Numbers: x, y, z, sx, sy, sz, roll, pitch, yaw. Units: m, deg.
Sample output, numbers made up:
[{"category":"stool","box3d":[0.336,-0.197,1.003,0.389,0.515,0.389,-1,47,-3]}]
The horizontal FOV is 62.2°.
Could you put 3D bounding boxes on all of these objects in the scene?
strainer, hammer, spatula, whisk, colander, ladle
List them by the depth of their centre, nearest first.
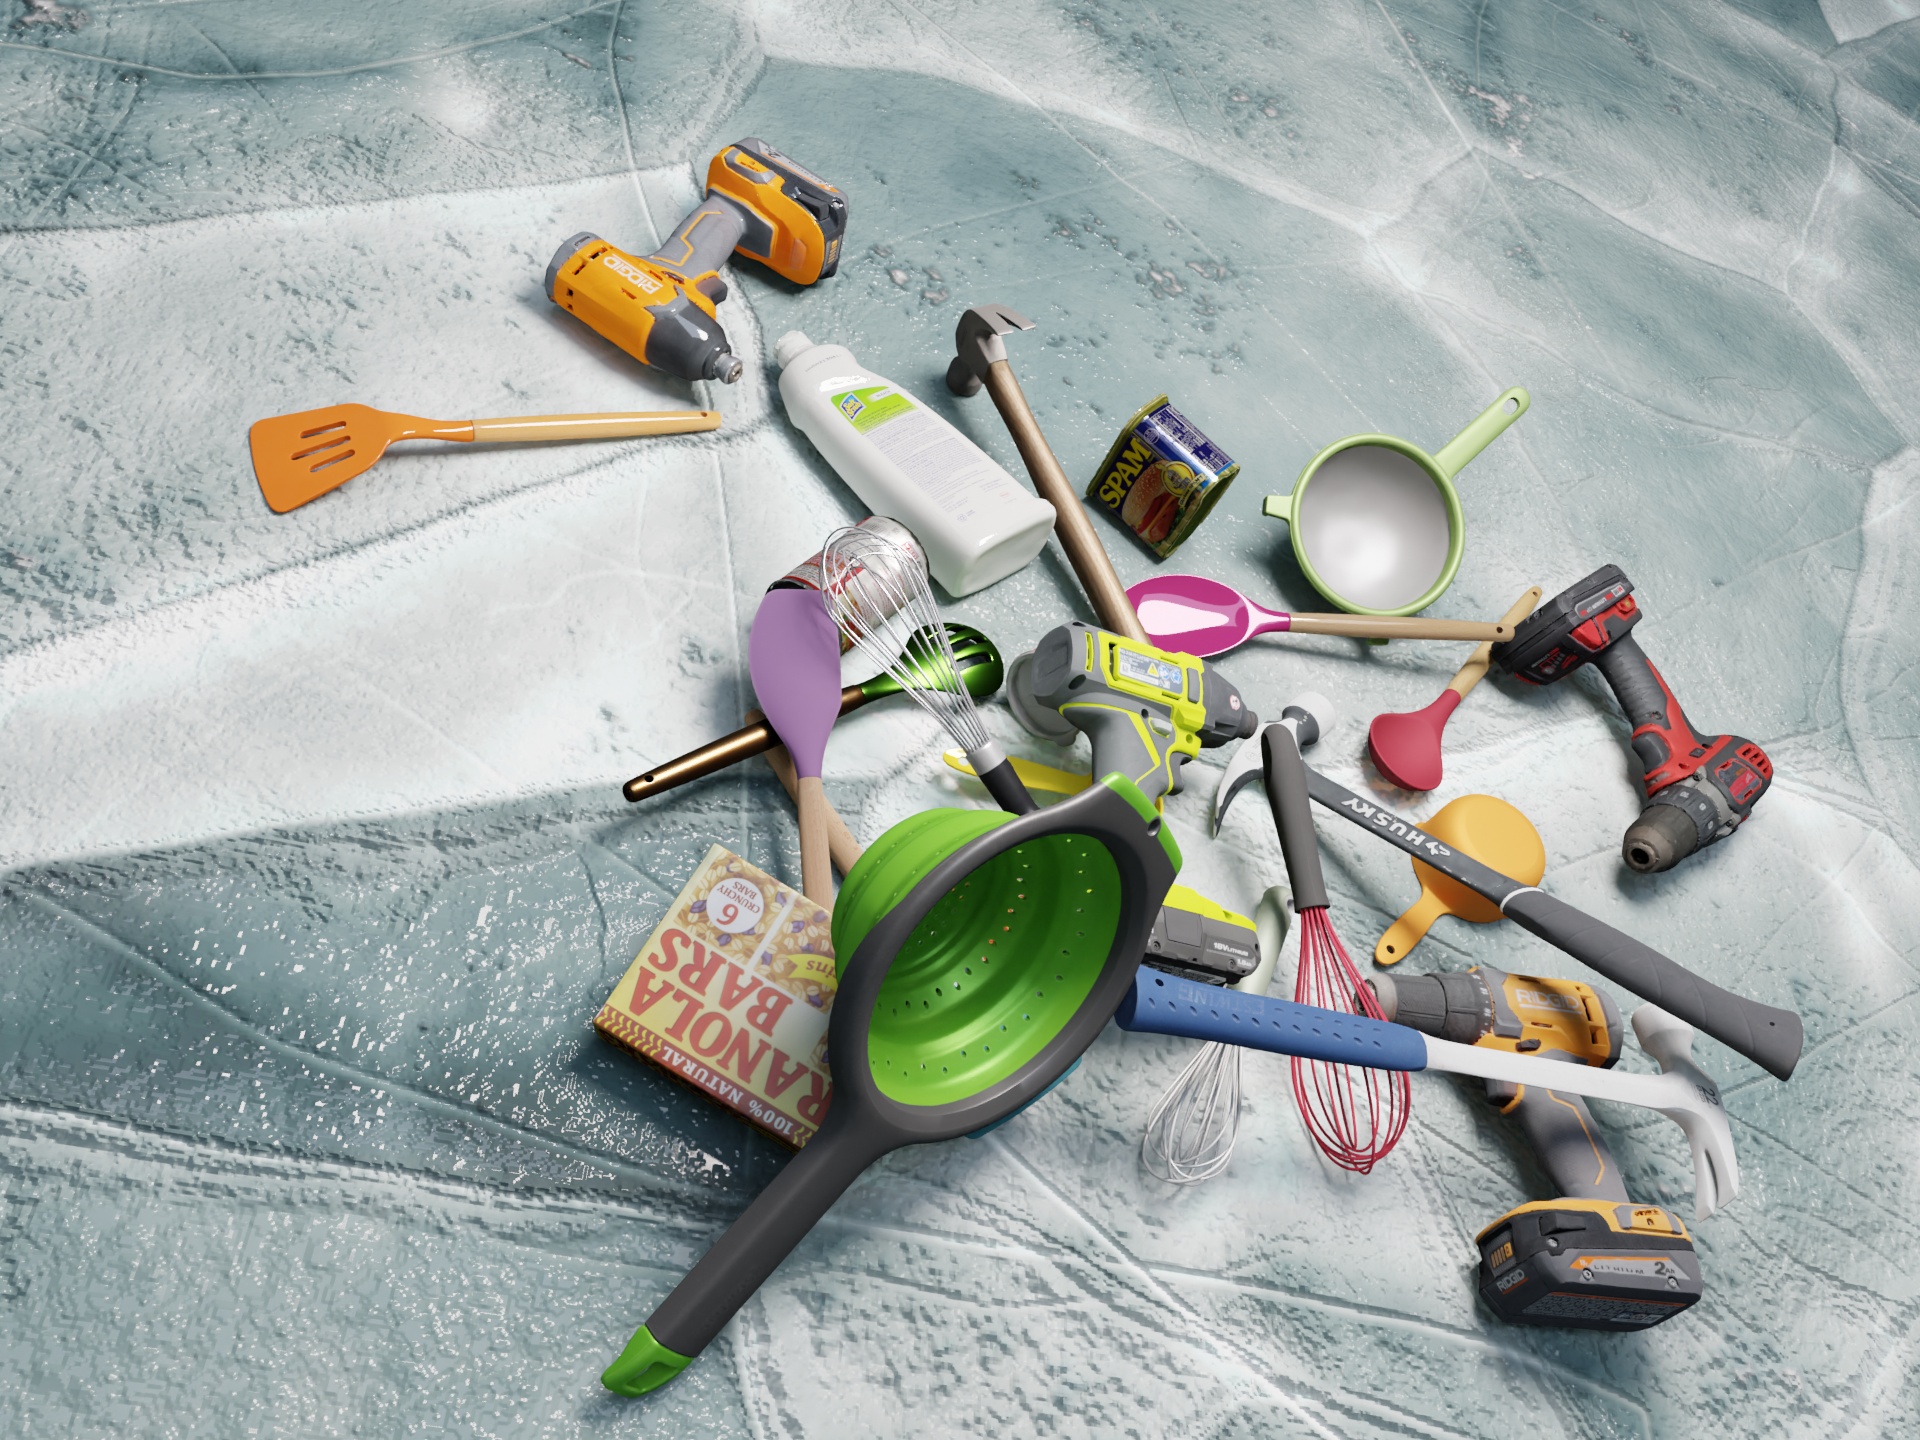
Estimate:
[{"category":"colander","box3d":[-0.056,0.173,0.833,0.397,0.204,0.095,-47,49,-7]},{"category":"hammer","box3d":[0.283,0.203,0.945,0.405,0.035,0.144,13,43,-15]},{"category":"spatula","box3d":[-0.093,0.061,0.978,0.059,0.018,0.316,-1,68,-16]},{"category":"spatula","box3d":[-0.048,0.109,0.981,0.082,0.044,0.318,-33,69,-11]},{"category":"whisk","box3d":[0.172,0.193,1.010,0.246,0.059,0.057,-57,131,-43]},{"category":"whisk","box3d":[0.231,0.140,1.023,0.073,0.073,0.296,0,68,-21]},{"category":"whisk","box3d":[-0.001,-0.004,1.027,0.070,0.070,0.284,-39,99,-37]},{"category":"hammer","box3d":[0.351,0.111,1.053,0.409,0.036,0.149,32,51,32]},{"category":"spatula","box3d":[-0.320,-0.198,1.112,0.322,0.041,0.081,-9,60,-31]},{"category":"hammer","box3d":[0.073,-0.172,1.201,0.031,0.130,0.331,-19,73,-17]},{"category":"ladle","box3d":[0.403,-0.033,1.272,0.069,0.031,0.315,46,51,5]},{"category":"strainer","box3d":[0.363,-0.185,1.298,0.256,0.069,0.151,-41,94,-14]}]

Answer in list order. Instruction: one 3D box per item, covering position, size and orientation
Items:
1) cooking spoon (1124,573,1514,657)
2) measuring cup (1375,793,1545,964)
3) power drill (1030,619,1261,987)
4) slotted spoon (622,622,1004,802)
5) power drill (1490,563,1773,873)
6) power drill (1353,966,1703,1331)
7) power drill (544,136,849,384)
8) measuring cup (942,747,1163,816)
[{"category":"cooking spoon","box3d":[0.277,-0.074,1.228,0.319,0.017,0.069,2,72,-9]},{"category":"measuring cup","box3d":[0.351,0.115,1.126,0.095,0.052,0.173,46,51,13]},{"category":"power drill","box3d":[0.128,0.058,1.029,0.171,0.080,0.223,16,62,-29]},{"category":"slotted spoon","box3d":[-0.085,-0.007,1.042,0.314,0.031,0.070,-24,64,-38]},{"category":"power drill","box3d":[0.523,0.004,1.249,0.188,0.080,0.227,-26,76,-38]},{"category":"power drill","box3d":[0.352,0.258,1.010,0.185,0.084,0.226,10,48,-15]},{"category":"power drill","box3d":[-0.185,-0.349,1.232,0.164,0.084,0.226,35,55,11]},{"category":"measuring cup","box3d":[0.060,0.048,1.080,0.156,0.029,0.062,14,52,-8]}]
